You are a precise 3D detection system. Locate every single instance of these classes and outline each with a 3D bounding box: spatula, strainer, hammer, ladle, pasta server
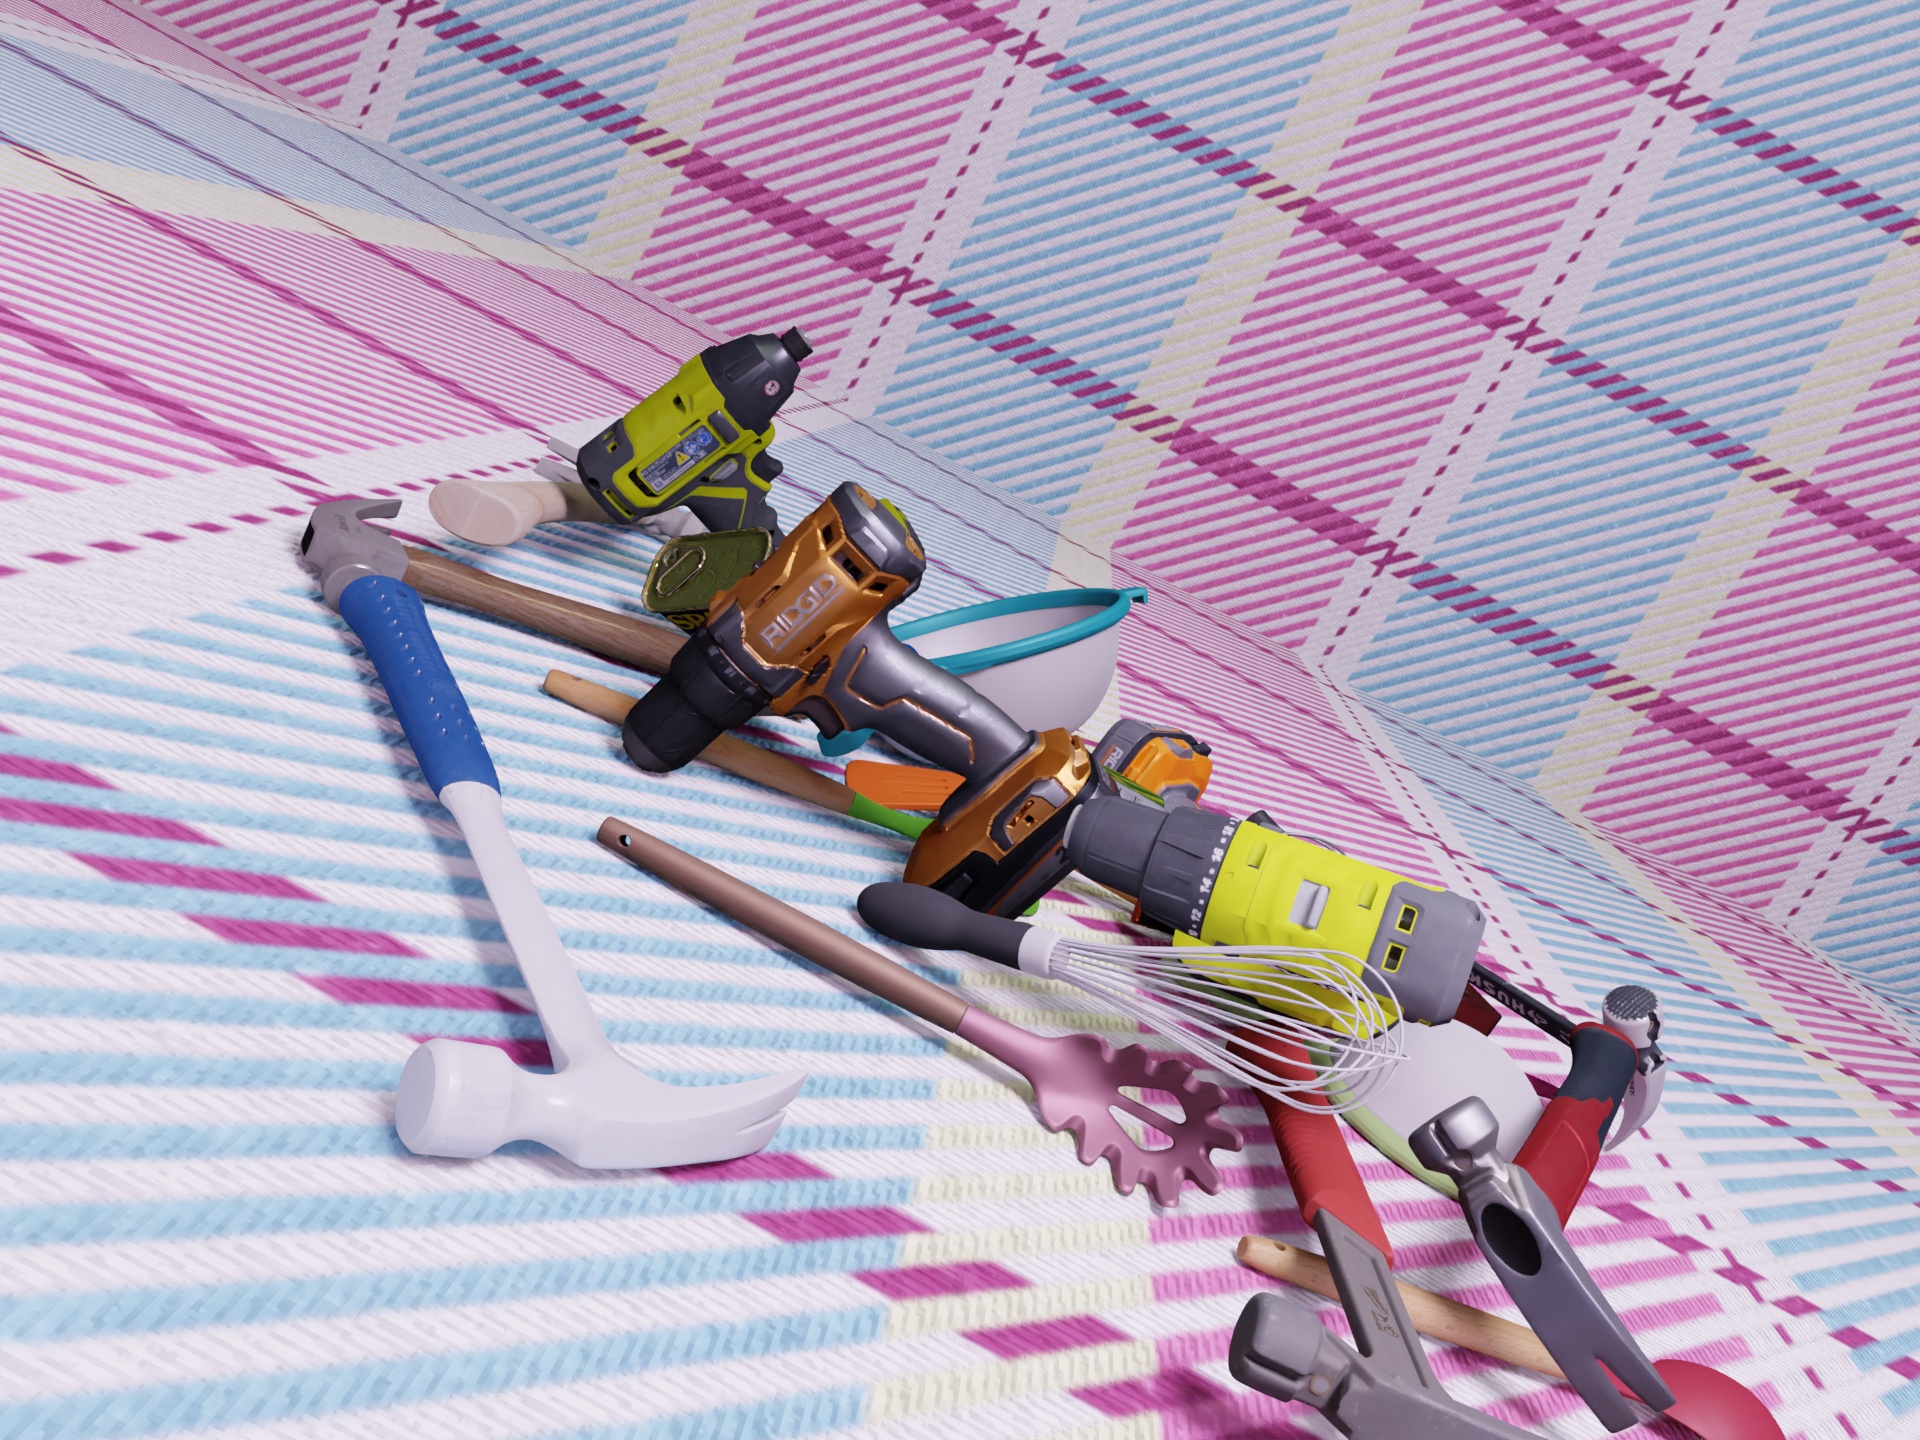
[{"bbox_3d":[0.075,0.098,1.019,0.322,0.041,0.081,30,11,-15],"label":"spatula"},{"bbox_3d":[0.241,0.187,0.930,0.256,0.069,0.151,31,14,2],"label":"strainer"},{"bbox_3d":[0.173,0.214,0.703,0.149,0.036,0.359,24,9,-1],"label":"hammer"},{"bbox_3d":[0.258,0.284,0.718,0.315,0.031,0.069,24,17,-16],"label":"ladle"},{"bbox_3d":[0.348,0.168,1.190,0.409,0.036,0.149,35,-29,51],"label":"hammer"},{"bbox_3d":[-0.194,0.040,0.654,0.144,0.035,0.406,18,18,-38],"label":"hammer"},{"bbox_3d":[-0.225,-0.058,0.947,0.331,0.031,0.130,19,18,-38],"label":"hammer"},{"bbox_3d":[0.329,0.229,0.830,0.143,0.038,0.386,57,24,16],"label":"hammer"},{"bbox_3d":[-0.280,-0.153,1.089,0.146,0.038,0.411,28,8,-1],"label":"hammer"},{"bbox_3d":[-0.002,-0.003,1.041,0.211,0.095,0.340,-7,14,24],"label":"strainer"},{"bbox_3d":[-0.024,0.120,0.706,0.316,0.060,0.040,27,-5,5],"label":"pasta server"}]

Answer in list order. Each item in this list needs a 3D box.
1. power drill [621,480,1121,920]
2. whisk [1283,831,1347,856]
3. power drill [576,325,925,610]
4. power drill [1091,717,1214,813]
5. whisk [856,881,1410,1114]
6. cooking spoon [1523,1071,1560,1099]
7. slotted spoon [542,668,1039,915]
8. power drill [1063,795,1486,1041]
[{"bbox_3d":[-0.048,0.015,0.834,0.226,0.185,0.084,46,10,-12],"label":"power drill"},{"bbox_3d":[0.127,0.079,0.960,0.239,0.055,0.055,12,15,-2],"label":"whisk"},{"bbox_3d":[-0.127,-0.153,1.089,0.223,0.171,0.080,48,10,-43],"label":"power drill"},{"bbox_3d":[0.206,0.096,1.172,0.227,0.084,0.164,41,16,27],"label":"power drill"},{"bbox_3d":[0.066,0.114,0.727,0.285,0.070,0.070,11,2,34],"label":"whisk"},{"bbox_3d":[0.270,0.201,1.020,0.318,0.017,0.069,21,-11,-18],"label":"cooking spoon"},{"bbox_3d":[-0.086,0.038,0.901,0.313,0.031,0.070,24,20,-17],"label":"slotted spoon"},{"bbox_3d":[0.156,0.100,0.808,0.190,0.080,0.228,19,-9,17],"label":"power drill"}]
